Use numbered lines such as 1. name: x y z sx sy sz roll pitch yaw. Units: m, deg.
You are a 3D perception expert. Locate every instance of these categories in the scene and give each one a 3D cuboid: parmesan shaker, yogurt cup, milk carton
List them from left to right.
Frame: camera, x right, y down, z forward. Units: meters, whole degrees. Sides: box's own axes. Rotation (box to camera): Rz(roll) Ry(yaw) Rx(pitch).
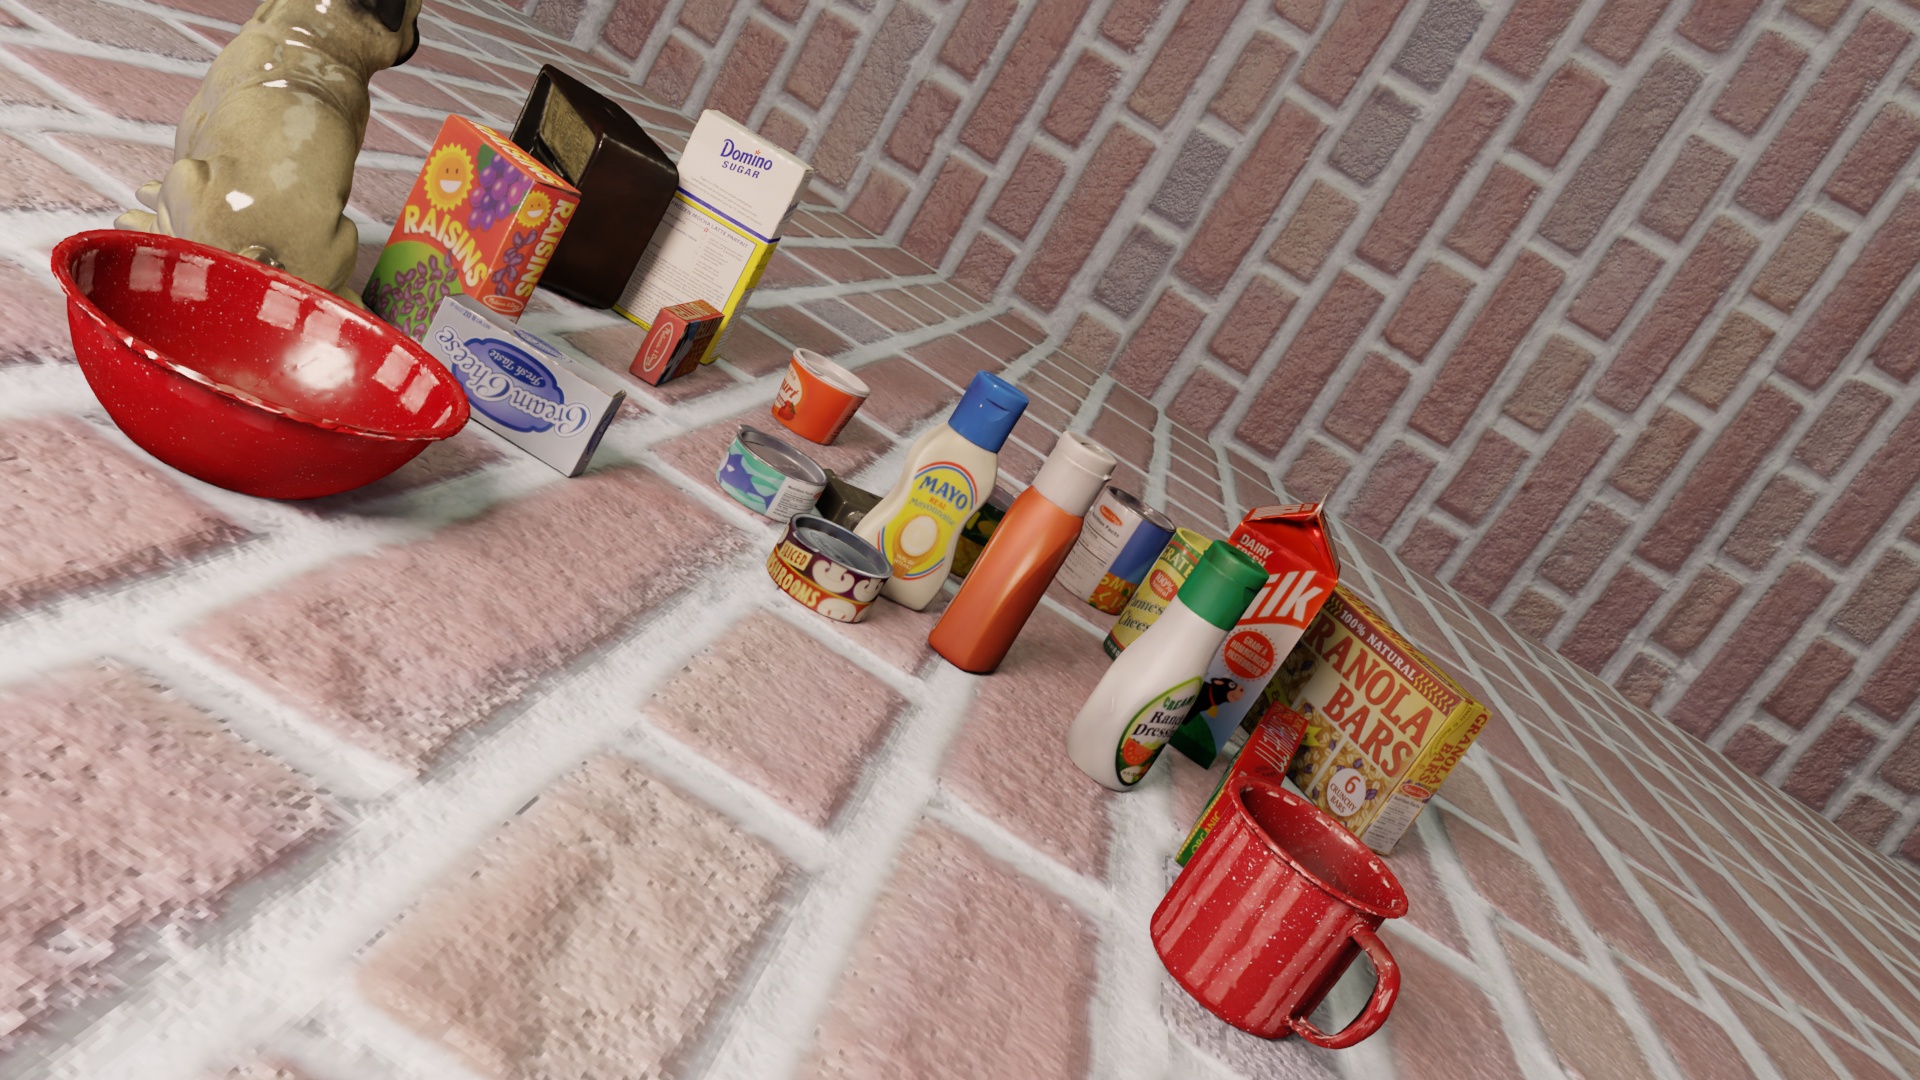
1. yogurt cup: -0.112 -0.111 1.091 0.072 0.053 0.072 30 14 -8
2. parmesan shaker: 0.158 0.053 1.001 0.071 0.103 0.071 30 14 -8
3. milk carton: 0.187 0.046 0.907 0.073 0.190 0.072 34 14 10

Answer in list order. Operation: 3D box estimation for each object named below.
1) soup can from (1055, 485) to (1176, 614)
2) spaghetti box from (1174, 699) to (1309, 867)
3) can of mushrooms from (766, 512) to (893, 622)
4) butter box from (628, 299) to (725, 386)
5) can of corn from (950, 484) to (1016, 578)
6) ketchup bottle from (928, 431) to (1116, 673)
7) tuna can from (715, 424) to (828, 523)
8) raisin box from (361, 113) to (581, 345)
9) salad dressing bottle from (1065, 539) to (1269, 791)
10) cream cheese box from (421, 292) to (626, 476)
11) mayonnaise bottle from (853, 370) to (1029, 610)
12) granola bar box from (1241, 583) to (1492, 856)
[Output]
1. soup can: 0.126 0.009 1.119 0.071 0.083 0.071 30 14 -8
2. spaghetti box: 0.174 0.145 0.835 0.029 0.050 0.250 35 15 13
3. can of mushrooms: -0.076 0.015 0.788 0.071 0.033 0.071 30 15 -8
4. butter box: -0.206 -0.146 1.016 0.024 0.053 0.104 31 14 -2
5. can of corn: 0.004 -0.012 0.991 0.071 0.058 0.071 30 14 -8
6. ketchup bottle: 0.039 0.007 0.817 0.043 0.148 0.065 36 15 17
7. tuna can: -0.122 -0.042 0.885 0.071 0.032 0.071 30 15 -8
8. raisin box: -0.281 -0.168 0.796 0.086 0.123 0.040 38 15 25
9. salad dressing bottle: 0.115 0.069 0.771 0.064 0.147 0.044 15 22 -49
10. cream cheese box: -0.238 -0.083 0.744 0.104 0.053 0.024 31 14 -2
11. mayonnaise bottle: -0.012 -0.032 0.847 0.065 0.147 0.041 29 14 -10
12. granola bar box: 0.273 0.119 0.974 0.039 0.124 0.166 23 17 -32
